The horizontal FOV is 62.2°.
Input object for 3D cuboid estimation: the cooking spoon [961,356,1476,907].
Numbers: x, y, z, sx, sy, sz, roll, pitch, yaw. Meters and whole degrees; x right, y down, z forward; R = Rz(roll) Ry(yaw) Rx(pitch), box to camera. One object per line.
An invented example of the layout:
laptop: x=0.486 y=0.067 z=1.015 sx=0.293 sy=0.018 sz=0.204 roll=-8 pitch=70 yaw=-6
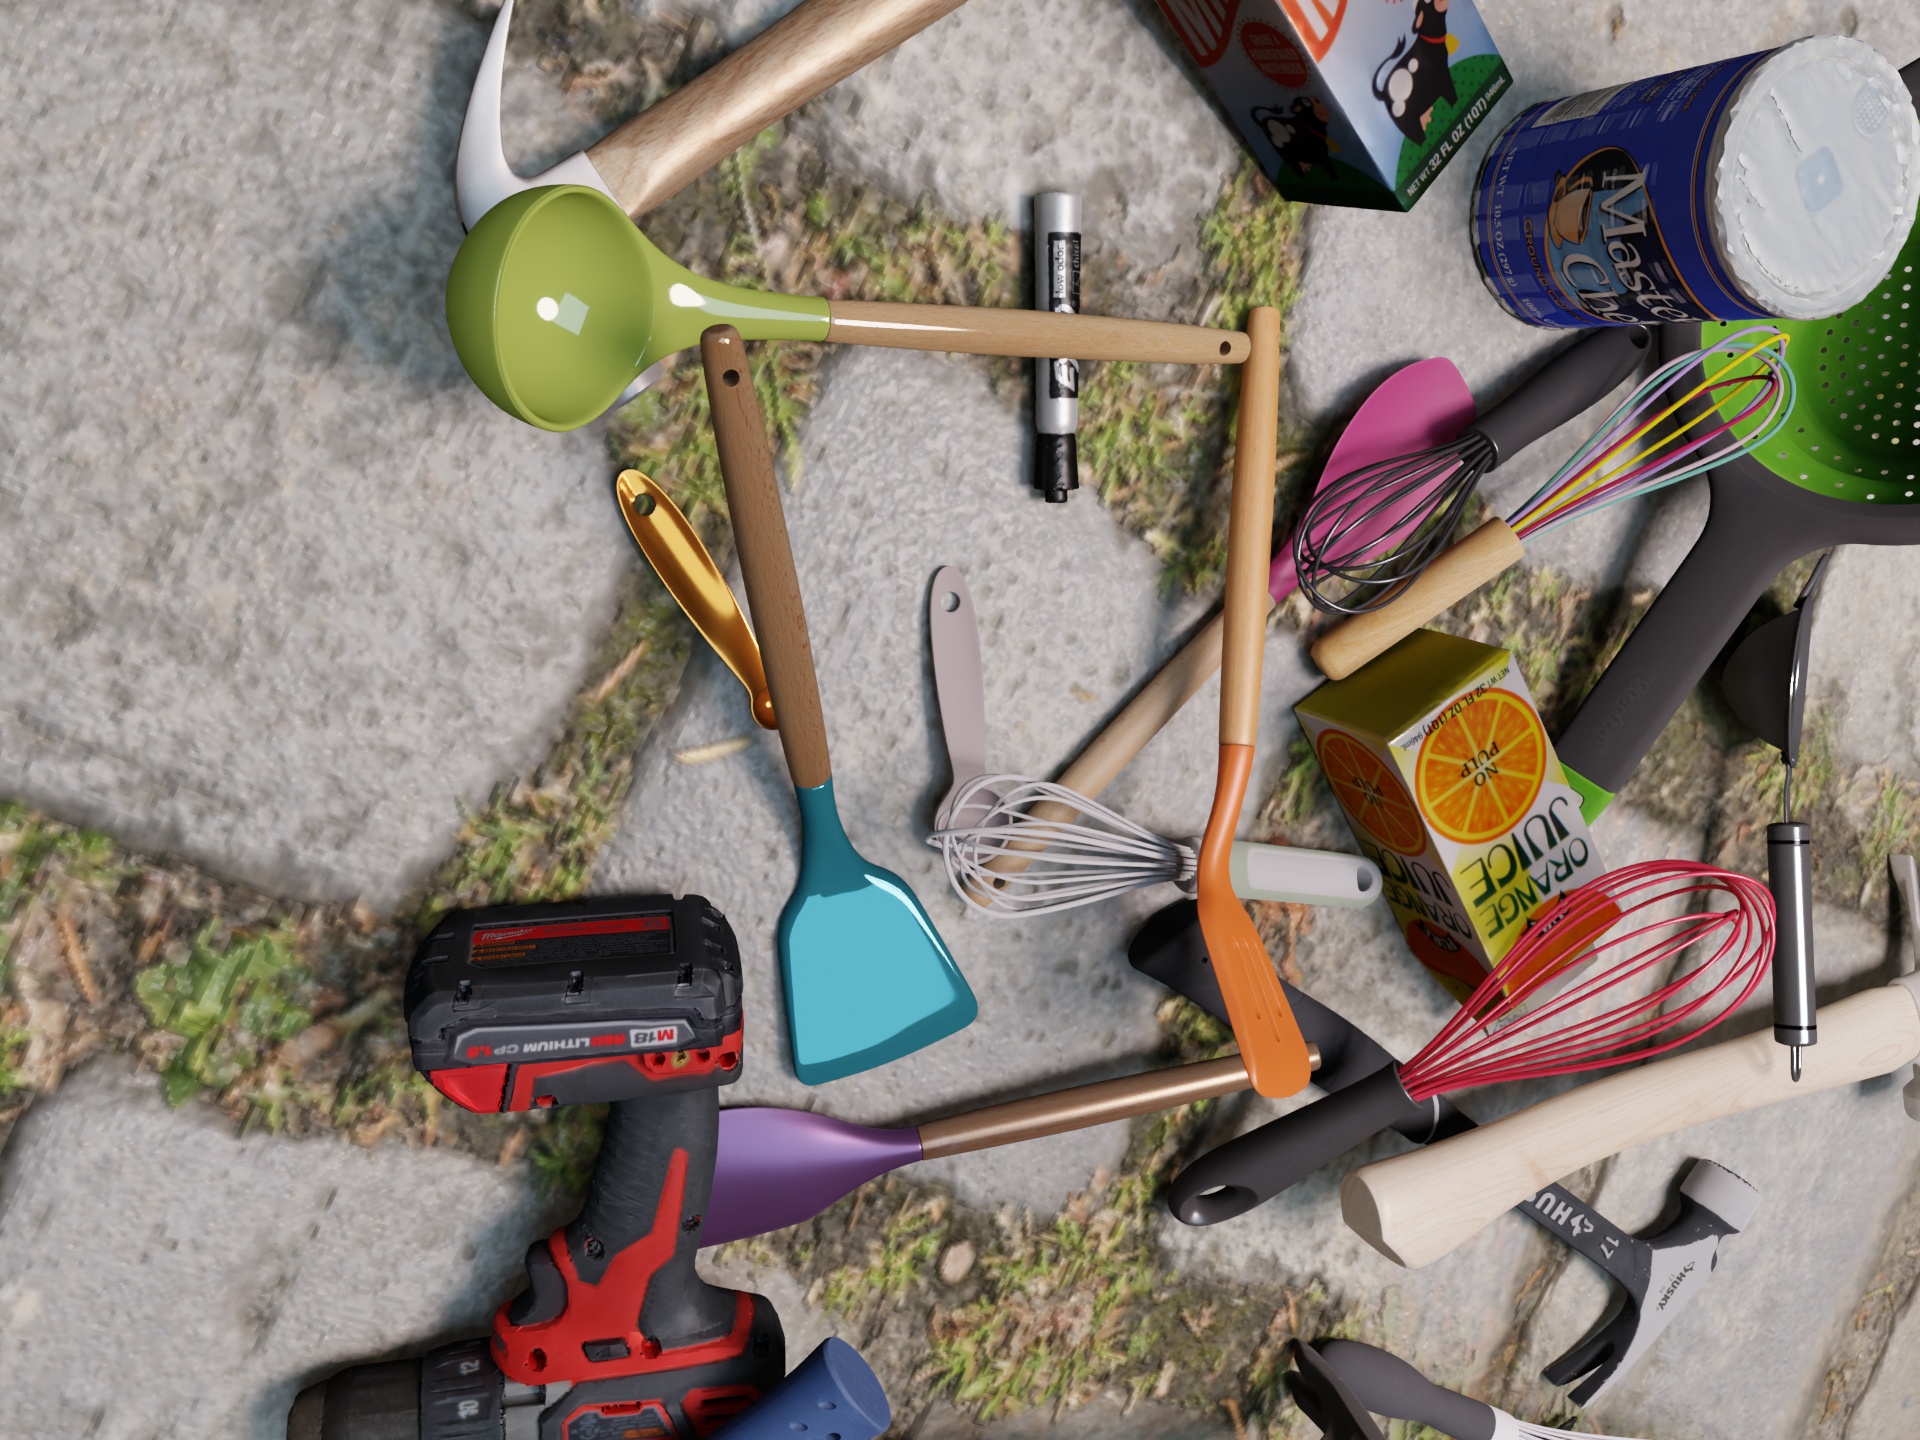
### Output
cooking spoon: x=0.114 y=-0.038 z=0.691 sx=0.319 sy=0.017 sz=0.068 roll=-46 pitch=123 yaw=-7

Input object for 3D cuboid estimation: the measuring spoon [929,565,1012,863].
measuring spoon: x=-0.001 y=-0.002 z=0.659 sx=0.034 sy=0.018 sz=0.124 roll=-7 pitch=97 yaw=-17

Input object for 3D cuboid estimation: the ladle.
ladle: x=-0.020 y=-0.140 z=0.569 sx=0.320 sy=0.062 sz=0.078 roll=-4 pitch=114 yaw=-28

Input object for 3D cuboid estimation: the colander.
colander: x=0.394 y=-0.109 z=0.743 sx=0.094 sy=0.205 sz=0.397 roll=5 pitch=120 yaw=-56

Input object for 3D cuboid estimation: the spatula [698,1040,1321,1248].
spatula: x=0.007 y=0.173 z=0.679 sx=0.316 sy=0.018 sz=0.059 roll=-9 pitch=104 yaw=-12

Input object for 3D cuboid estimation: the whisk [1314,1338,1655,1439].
whisk: x=0.299 y=0.378 z=0.820 sx=0.284 sy=0.070 sz=0.070 roll=27 pitch=91 yaw=-13

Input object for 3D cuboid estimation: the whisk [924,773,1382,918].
whisk: x=0.092 y=0.060 z=0.676 sx=0.246 sy=0.059 sz=0.058 roll=9 pitch=76 yaw=-33

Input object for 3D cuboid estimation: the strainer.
strainer: x=0.406 y=0.048 z=0.785 sx=0.086 sy=0.050 sz=0.258 roll=6 pitch=83 yaw=-58

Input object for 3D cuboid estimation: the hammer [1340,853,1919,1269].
hammer: x=0.361 y=0.175 z=0.790 sx=0.410 sy=0.038 sz=0.146 roll=-10 pitch=93 yaw=-24

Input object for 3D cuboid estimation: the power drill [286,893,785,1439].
power drill: x=-0.162 y=0.188 z=0.599 sx=0.188 sy=0.080 sz=0.226 roll=-3 pitch=106 yaw=-11

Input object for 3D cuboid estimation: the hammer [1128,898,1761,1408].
hammer: x=0.235 y=0.205 z=0.780 sx=0.408 sy=0.036 sz=0.149 roll=36 pitch=88 yaw=-23

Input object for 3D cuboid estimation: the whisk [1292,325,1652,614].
whisk: x=0.229 y=-0.116 z=0.693 sx=0.239 sy=0.055 sz=0.055 roll=-35 pitch=112 yaw=-23

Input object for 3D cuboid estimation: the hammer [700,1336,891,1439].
hammer: x=-0.199 y=0.362 z=0.597 sx=0.405 sy=0.035 sz=0.144 roll=-35 pitch=113 yaw=3

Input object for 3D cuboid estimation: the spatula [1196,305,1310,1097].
spatula: x=0.123 y=-0.013 z=0.648 sx=0.081 sy=0.041 sz=0.323 roll=18 pitch=75 yaw=-62

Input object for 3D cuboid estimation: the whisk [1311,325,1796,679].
whisk: x=0.262 y=-0.092 z=0.704 sx=0.245 sy=0.047 sz=0.051 roll=-35 pitch=100 yaw=5

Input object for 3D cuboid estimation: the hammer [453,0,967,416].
hammer: x=-0.038 y=-0.259 z=0.579 sx=0.331 sy=0.031 sz=0.130 roll=-39 pitch=112 yaw=-10

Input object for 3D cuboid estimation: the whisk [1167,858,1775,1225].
whisk: x=0.210 y=0.147 z=0.687 sx=0.296 sy=0.073 sz=0.073 roll=-36 pitch=115 yaw=22

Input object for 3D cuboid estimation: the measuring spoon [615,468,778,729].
measuring spoon: x=-0.098 y=-0.046 z=0.613 sx=0.021 sy=0.011 sz=0.116 roll=-35 pitch=108 yaw=-12

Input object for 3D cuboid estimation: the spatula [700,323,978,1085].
spatula: x=-0.055 y=0.006 z=0.592 sx=0.082 sy=0.044 sz=0.317 roll=-19 pitch=128 yaw=-13

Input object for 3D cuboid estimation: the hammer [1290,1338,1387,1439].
hammer: x=0.015 y=0.332 z=0.695 sx=0.359 sy=0.149 sz=0.036 roll=1 pitch=100 yaw=-10
